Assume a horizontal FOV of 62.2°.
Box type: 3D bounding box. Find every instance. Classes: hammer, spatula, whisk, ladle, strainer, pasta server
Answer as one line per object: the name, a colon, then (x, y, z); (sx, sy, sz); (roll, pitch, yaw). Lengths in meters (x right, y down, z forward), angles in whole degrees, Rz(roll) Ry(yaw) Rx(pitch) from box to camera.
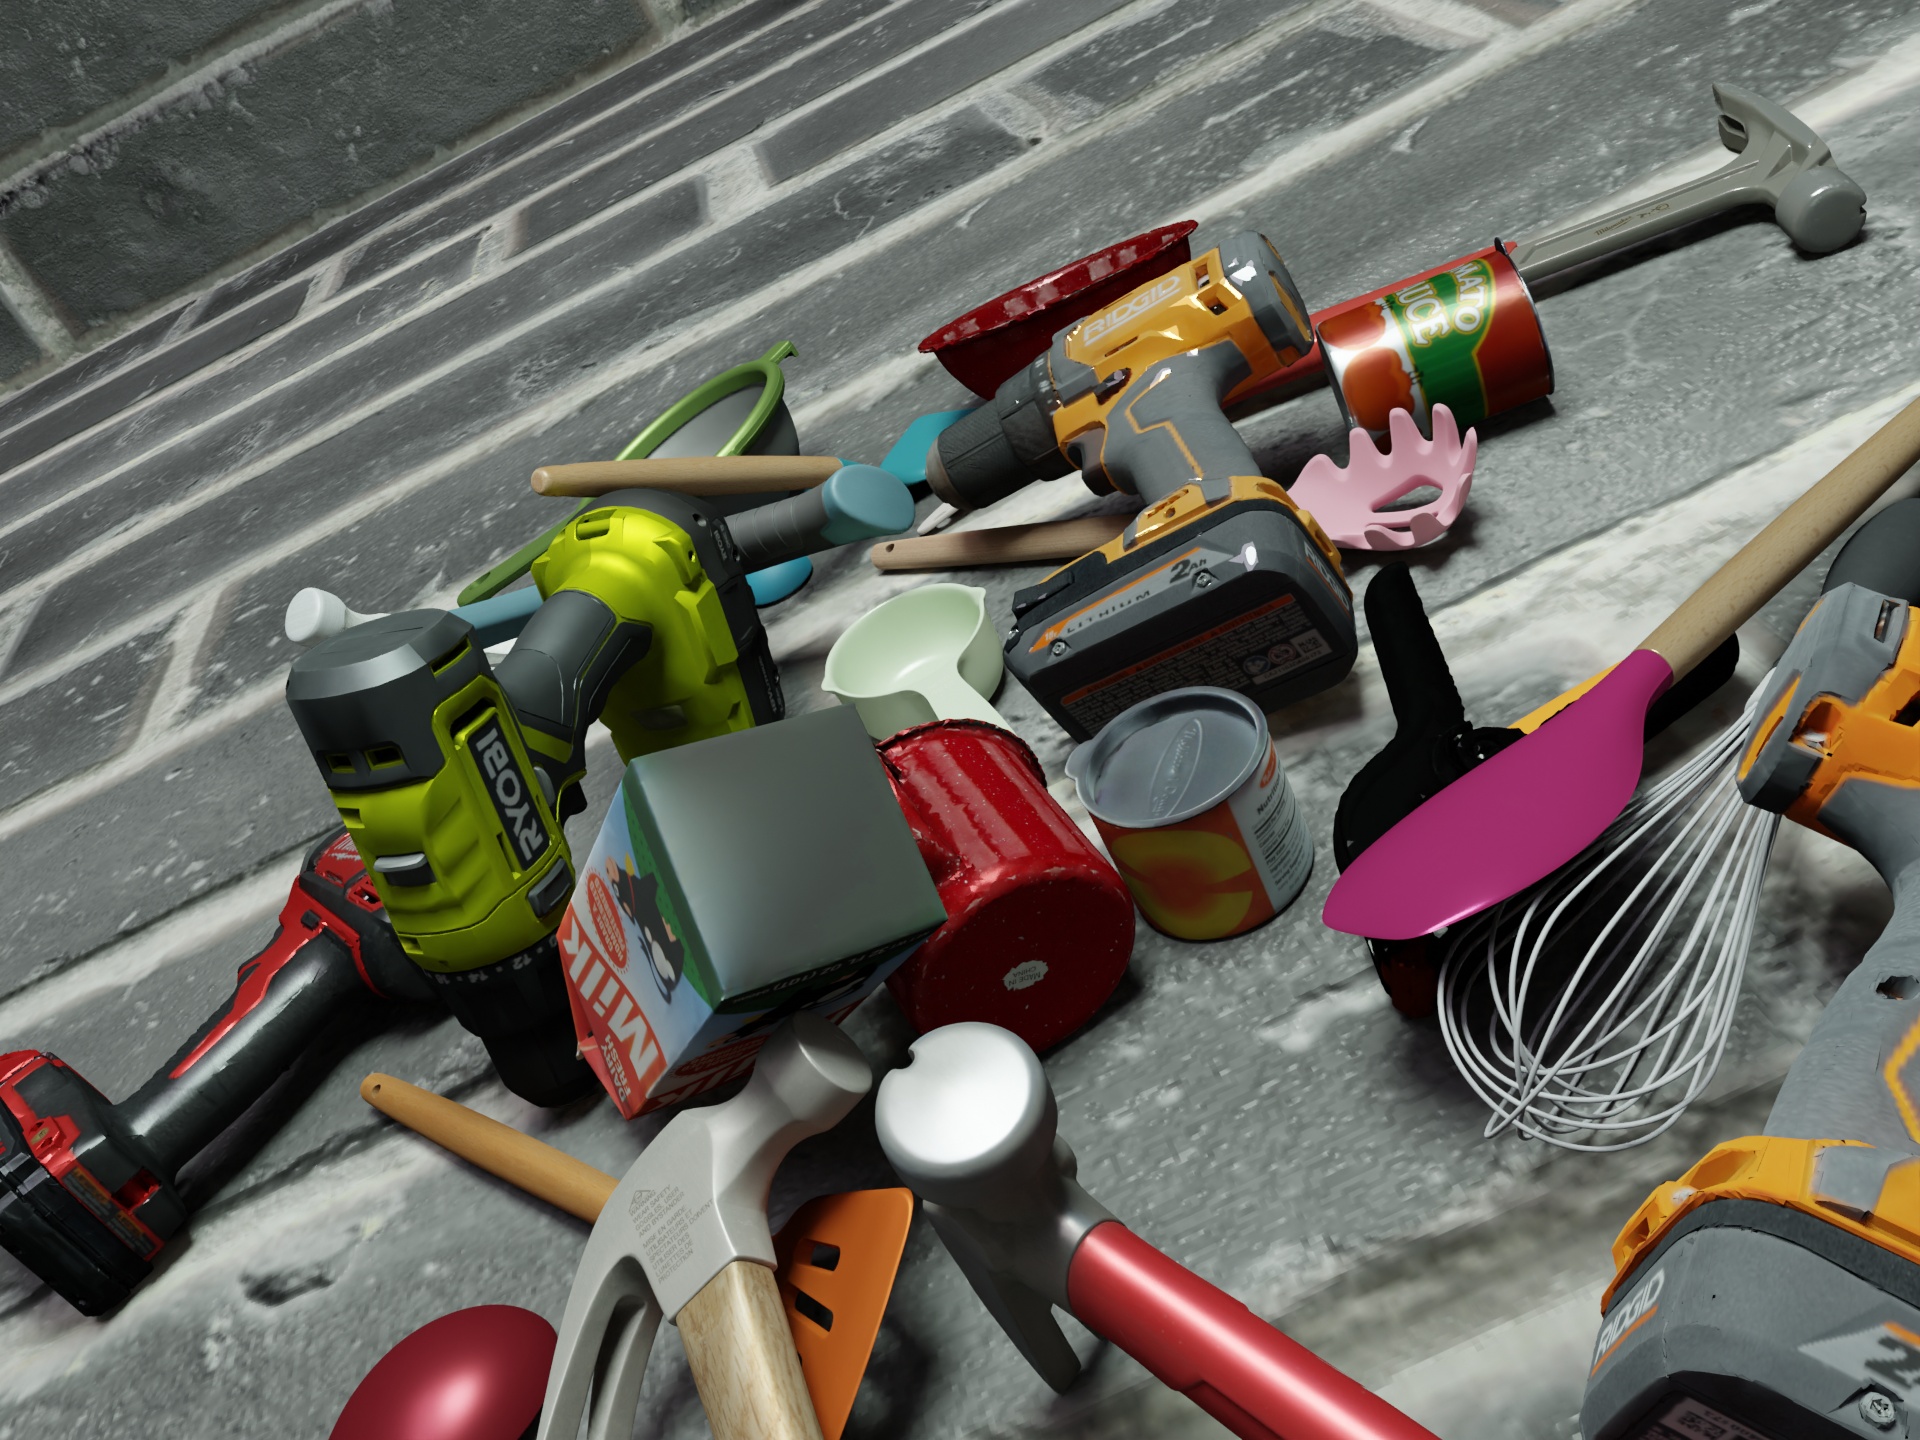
hammer: (-0.023, 0.221, 0.346); (0.130, 0.031, 0.332); (-47, 41, 12)
hammer: (0.221, -0.206, 0.770); (0.359, 0.036, 0.149); (-19, 35, 14)
spatula: (-0.084, -0.135, 0.798); (0.082, 0.044, 0.317); (3, 11, 38)
whisk: (0.226, 0.015, 0.457); (0.070, 0.070, 0.284); (15, 48, 46)
ladle: (-0.234, 0.295, 0.447); (0.069, 0.031, 0.315); (12, 52, 45)
strainer: (-0.184, -0.107, 0.919); (0.256, 0.069, 0.152); (-27, 31, 26)
hammer: (-0.171, -0.067, 0.775); (0.331, 0.128, 0.033); (-12, 70, 30)
hammer: (0.143, 0.184, 0.276); (0.387, 0.143, 0.038); (25, 61, 38)
spatula: (-0.128, 0.159, 0.535); (0.323, 0.041, 0.081); (6, 70, 43)
pasta server: (0.080, -0.090, 0.717); (0.316, 0.040, 0.060); (-1, 60, 37)

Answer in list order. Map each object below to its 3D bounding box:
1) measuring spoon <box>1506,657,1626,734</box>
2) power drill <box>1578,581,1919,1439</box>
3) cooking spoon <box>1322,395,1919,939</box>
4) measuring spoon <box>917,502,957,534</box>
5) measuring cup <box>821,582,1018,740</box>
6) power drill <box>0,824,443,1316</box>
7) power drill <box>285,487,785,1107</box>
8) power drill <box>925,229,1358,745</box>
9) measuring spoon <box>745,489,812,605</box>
measuring spoon: (0.202, -0.003, 0.536); (0.117, 0.011, 0.021); (-28, 34, 1)
power drill: (0.234, 0.077, 0.328); (0.164, 0.084, 0.226); (24, 53, 18)
cooking spoon: (0.223, -0.029, 0.481); (0.319, 0.017, 0.069); (-35, 16, -24)
measuring spoon: (0.030, -0.132, 0.835); (0.124, 0.018, 0.034); (-39, 20, -3)
measuring cup: (-0.001, -0.002, 0.661); (0.083, 0.038, 0.168); (-32, 36, -5)
power drill: (-0.314, 0.128, 0.683); (0.220, 0.078, 0.143); (-43, 36, -25)
power drill: (-0.152, 0.020, 0.635); (0.080, 0.190, 0.229); (-7, 25, 20)
power drill: (0.063, -0.089, 0.656); (0.185, 0.084, 0.226); (-25, 42, 26)
measuring spoon: (-0.095, -0.110, 0.884); (0.042, 0.021, 0.129); (-13, 37, 23)
